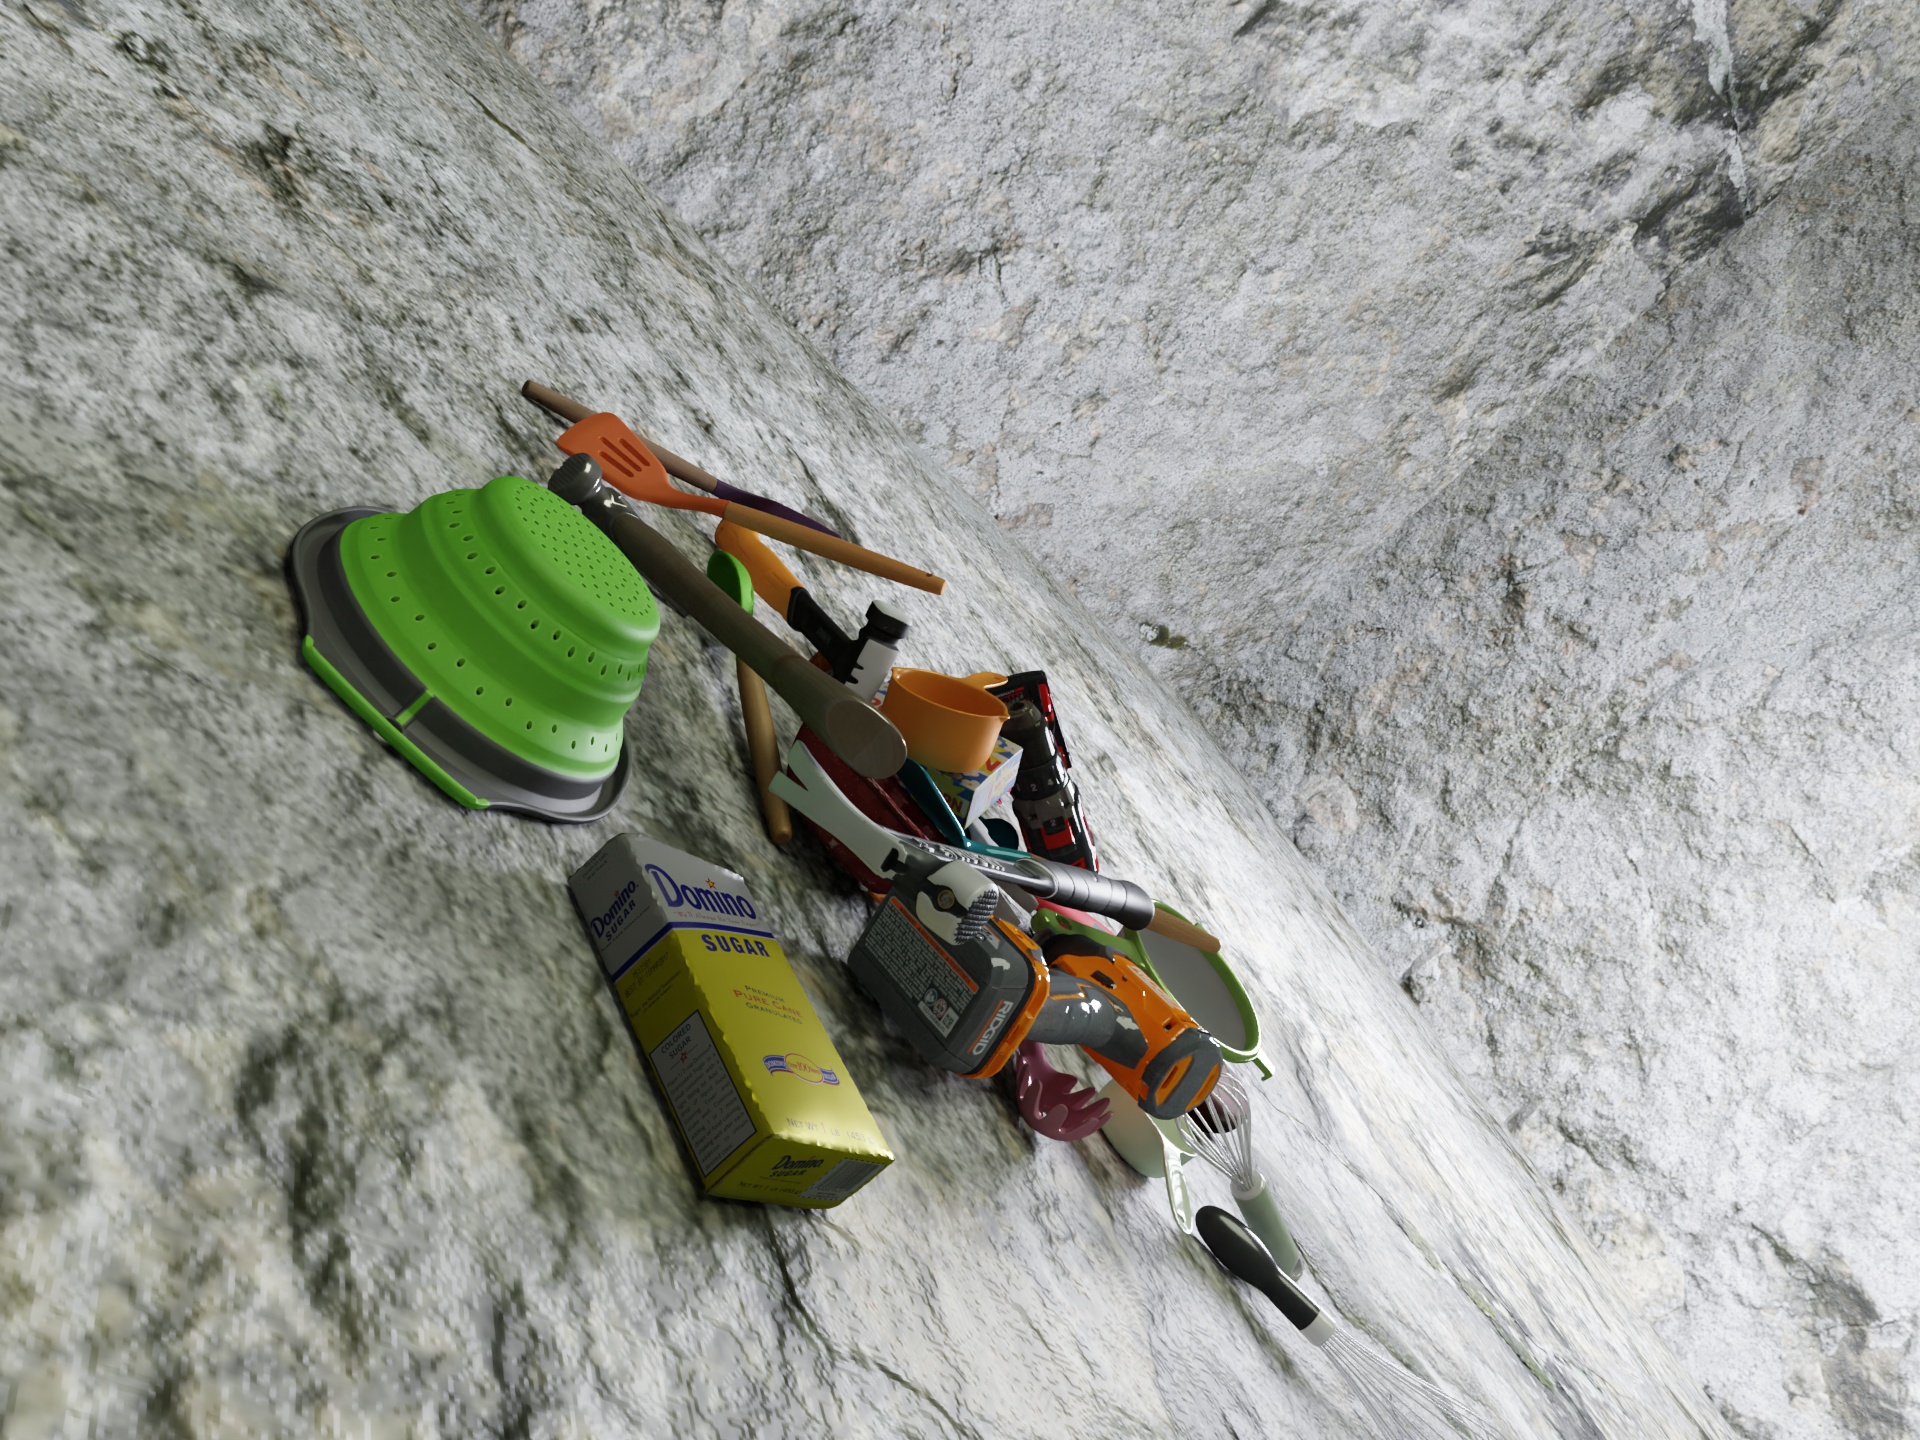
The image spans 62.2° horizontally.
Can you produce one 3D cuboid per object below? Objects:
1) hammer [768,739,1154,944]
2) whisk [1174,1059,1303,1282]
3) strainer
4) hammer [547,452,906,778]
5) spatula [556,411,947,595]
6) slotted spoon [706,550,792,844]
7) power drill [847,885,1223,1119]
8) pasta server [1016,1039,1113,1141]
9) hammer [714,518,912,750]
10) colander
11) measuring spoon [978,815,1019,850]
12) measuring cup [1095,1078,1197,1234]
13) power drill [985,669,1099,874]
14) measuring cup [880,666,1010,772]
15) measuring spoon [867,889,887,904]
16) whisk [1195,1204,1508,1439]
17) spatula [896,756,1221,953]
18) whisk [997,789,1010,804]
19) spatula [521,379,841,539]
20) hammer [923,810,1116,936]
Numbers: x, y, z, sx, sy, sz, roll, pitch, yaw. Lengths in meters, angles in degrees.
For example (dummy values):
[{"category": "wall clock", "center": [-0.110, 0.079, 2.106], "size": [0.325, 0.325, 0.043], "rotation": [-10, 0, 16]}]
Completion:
[{"category": "hammer", "center": [0.032, 0.091, 0.956], "size": [0.149, 0.036, 0.408], "rotation": [34, 5, 27]}, {"category": "whisk", "center": [0.193, 0.314, 1.091], "size": [0.059, 0.058, 0.246], "rotation": [7, -44, 40]}, {"category": "strainer", "center": [0.125, 0.199, 1.205], "size": [0.256, 0.069, 0.152], "rotation": [26, 30, -40]}, {"category": "hammer", "center": [-0.137, -0.056, 0.980], "size": [0.146, 0.038, 0.411], "rotation": [47, -6, -39]}, {"category": "spatula", "center": [-0.159, -0.163, 1.237], "size": [0.322, 0.041, 0.081], "rotation": [21, 34, 11]}, {"category": "slotted spoon", "center": [-0.145, -0.021, 1.102], "size": [0.031, 0.070, 0.314], "rotation": [-1, 37, -16]}, {"category": "power drill", "center": [0.043, 0.162, 0.977], "size": [0.226, 0.084, 0.164], "rotation": [24, 11, -43]}, {"category": "pasta server", "center": [0.045, 0.193, 1.096], "size": [0.060, 0.040, 0.316], "rotation": [26, 16, -15]}, {"category": "hammer", "center": [-0.139, -0.090, 1.265], "size": [0.034, 0.127, 0.337], "rotation": [24, 13, -33]}, {"category": "colander", "center": [-0.219, -0.077, 0.874], "size": [0.204, 0.094, 0.397], "rotation": [46, 12, -11]}, {"category": "measuring spoon", "center": [0.012, 0.069, 1.428], "size": [0.129, 0.021, 0.042], "rotation": [50, 12, 14]}, {"category": "measuring cup", "center": [0.126, 0.295, 1.057], "size": [0.083, 0.038, 0.168], "rotation": [45, 14, -14]}, {"category": "power drill", "center": [0.065, 0.033, 1.473], "size": [0.227, 0.080, 0.187], "rotation": [-105, 177, -63]}, {"category": "measuring cup", "center": [-0.002, -0.004, 1.184], "size": [0.095, 0.052, 0.173], "rotation": [23, 14, 14]}, {"category": "measuring spoon", "center": [-0.022, 0.147, 1.080], "size": [0.116, 0.011, 0.021], "rotation": [38, 9, -26]}, {"category": "whisk", "center": [0.264, 0.433, 1.075], "size": [0.284, 0.070, 0.070], "rotation": [43, 11, 4]}, {"category": "spatula", "center": [0.073, 0.102, 1.148], "size": [0.317, 0.044, 0.082], "rotation": [26, -3, -26]}, {"category": "whisk", "center": [0.008, 0.032, 1.387], "size": [0.073, 0.073, 0.296], "rotation": [47, 1, -5]}, {"category": "spatula", "center": [-0.233, -0.210, 1.352], "size": [0.315, 0.060, 0.018], "rotation": [25, 61, -39]}, {"category": "hammer", "center": [0.107, 0.180, 1.310], "size": [0.385, 0.038, 0.143], "rotation": [40, 9, -46]}]
